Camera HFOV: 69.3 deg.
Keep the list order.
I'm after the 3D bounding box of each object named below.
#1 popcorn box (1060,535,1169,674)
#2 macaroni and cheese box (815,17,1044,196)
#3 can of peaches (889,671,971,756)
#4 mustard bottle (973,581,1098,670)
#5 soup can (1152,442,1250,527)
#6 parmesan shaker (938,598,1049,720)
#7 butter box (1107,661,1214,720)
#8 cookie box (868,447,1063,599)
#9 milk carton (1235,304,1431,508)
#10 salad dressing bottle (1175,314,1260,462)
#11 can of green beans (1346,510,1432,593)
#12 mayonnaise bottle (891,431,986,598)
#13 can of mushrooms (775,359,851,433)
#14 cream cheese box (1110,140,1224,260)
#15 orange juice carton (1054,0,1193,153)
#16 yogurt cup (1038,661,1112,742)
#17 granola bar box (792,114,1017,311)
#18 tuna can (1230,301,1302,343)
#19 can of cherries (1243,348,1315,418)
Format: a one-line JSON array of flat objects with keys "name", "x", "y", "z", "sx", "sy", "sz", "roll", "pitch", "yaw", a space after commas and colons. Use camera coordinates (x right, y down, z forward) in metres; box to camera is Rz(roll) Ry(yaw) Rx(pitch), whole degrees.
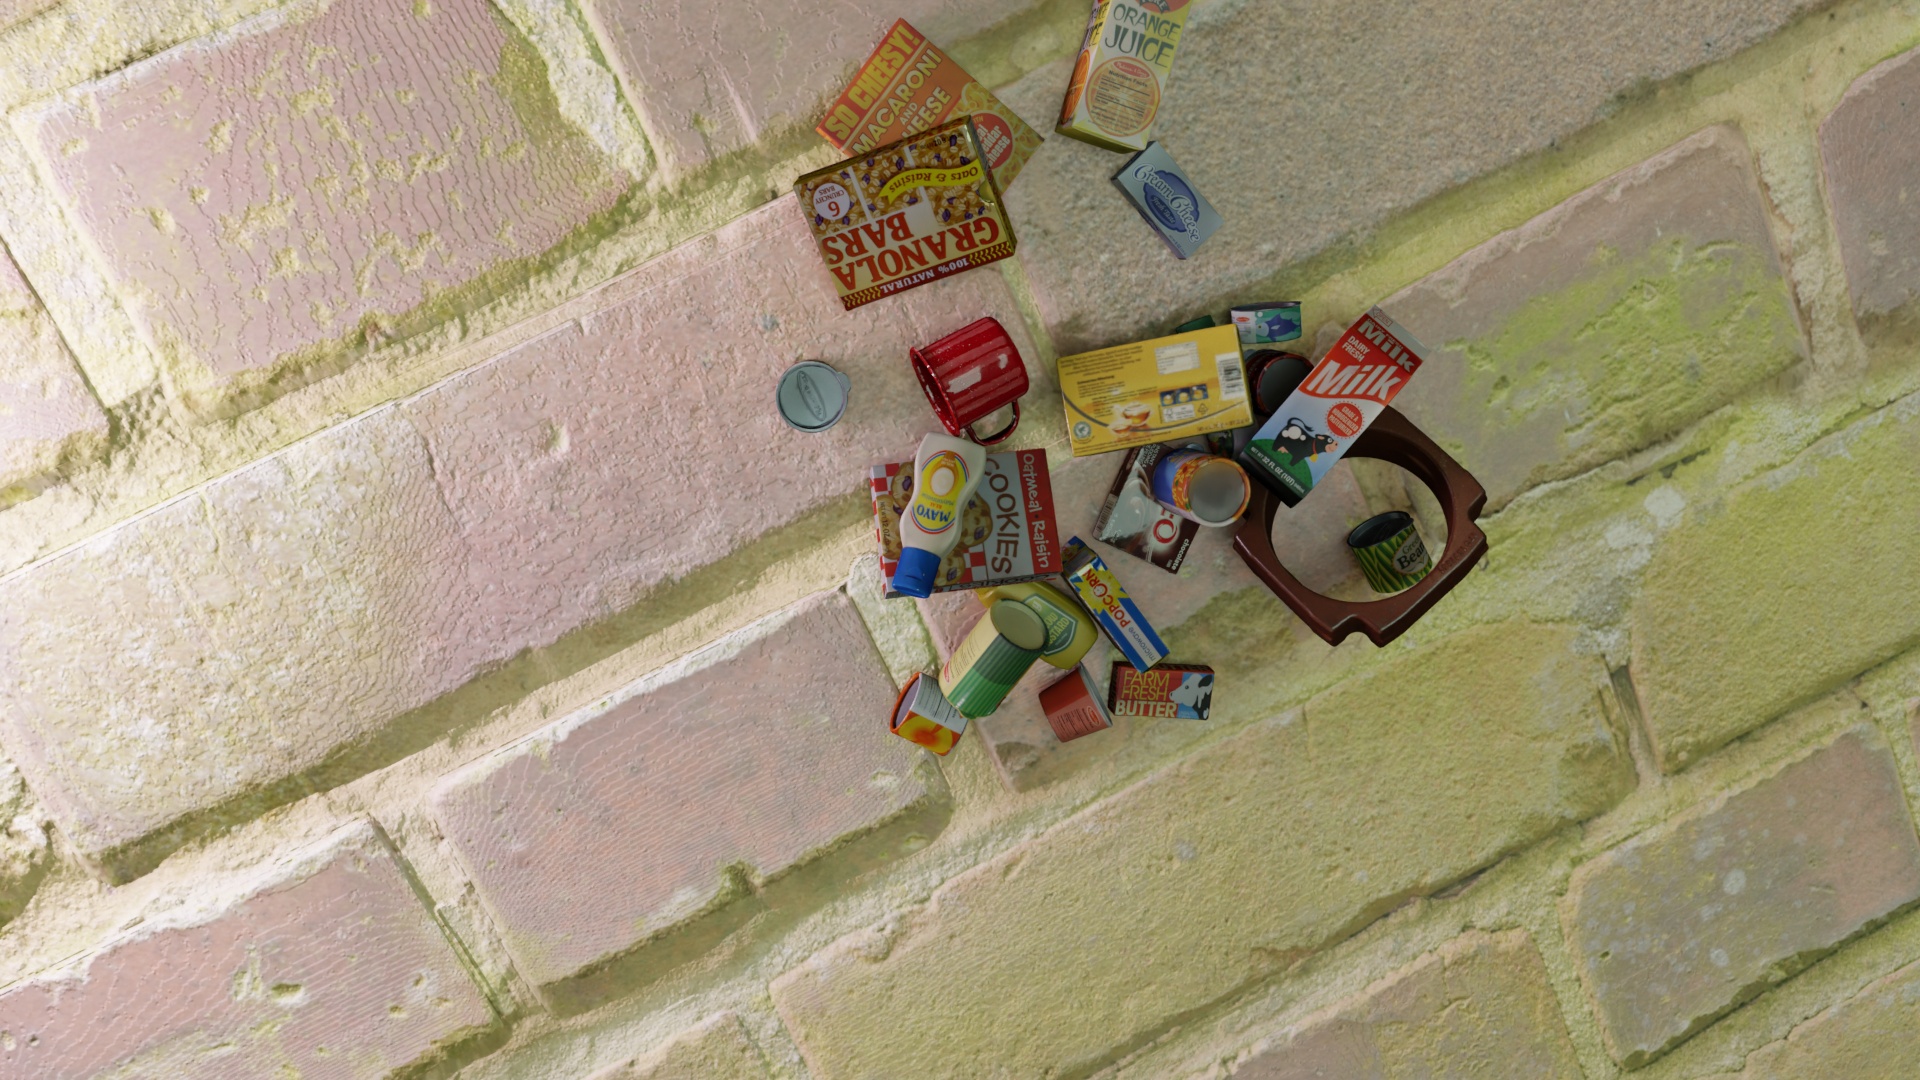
[{"name": "popcorn box", "x": 0.144, "y": 0.062, "z": 1.347, "sx": 0.038, "sy": 0.085, "sz": 0.126, "roll": -38, "pitch": 105, "yaw": 1}, {"name": "macaroni and cheese box", "x": -0.028, "y": -0.366, "z": 1.254, "sx": 0.166, "sy": 0.040, "sz": 0.123, "roll": 37, "pitch": 94, "yaw": -15}, {"name": "can of peaches", "x": -0.030, "y": 0.170, "z": 1.351, "sx": 0.058, "sy": 0.071, "sz": 0.071, "roll": 27, "pitch": 96, "yaw": -14}, {"name": "mustard bottle", "x": 0.059, "y": 0.060, "z": 1.351, "sx": 0.160, "sy": 0.049, "sz": 0.065, "roll": 37, "pitch": 99, "yaw": -13}, {"name": "soup can", "x": 0.225, "y": -0.053, "z": 1.298, "sx": 0.071, "sy": 0.084, "sz": 0.071, "roll": -2, "pitch": 99, "yaw": -12}, {"name": "parmesan shaker", "x": 0.032, "y": 0.113, "z": 1.315, "sx": 0.071, "sy": 0.072, "sz": 0.102, "roll": 26, "pitch": 128, "yaw": -14}, {"name": "butter box", "x": 0.203, "y": 0.152, "z": 1.406, "sx": 0.103, "sy": 0.024, "sz": 0.053, "roll": 4, "pitch": 102, "yaw": -10}, {"name": "cookie box", "x": 0.005, "y": -0.016, "z": 1.307, "sx": 0.168, "sy": 0.040, "sz": 0.123, "roll": -6, "pitch": 78, "yaw": -8}, {"name": "milk carton", "x": 0.344, "y": -0.126, "z": 1.275, "sx": 0.072, "sy": 0.073, "sz": 0.190, "roll": 42, "pitch": 88, "yaw": 8}, {"name": "salad dressing bottle", "x": 0.249, "y": -0.142, "z": 1.337, "sx": 0.044, "sy": 0.064, "sz": 0.147, "roll": -23, "pitch": 96, "yaw": -15}, {"name": "can of green beans", "x": 0.431, "y": 0.012, "z": 1.393, "sx": 0.071, "sy": 0.071, "sz": 0.057, "roll": -32, "pitch": 105, "yaw": -2}, {"name": "mayonnaise bottle", "x": -0.024, "y": -0.022, "z": 1.263, "sx": 0.065, "sy": 0.041, "sz": 0.148, "roll": 16, "pitch": 76, "yaw": 3}, {"name": "can of mushrooms", "x": -0.136, "y": -0.135, "z": 1.287, "sx": 0.071, "sy": 0.033, "sz": 0.071, "roll": -2, "pitch": 101, "yaw": -8}, {"name": "cream cheese box", "x": 0.195, "y": -0.320, "z": 1.308, "sx": 0.053, "sy": 0.024, "sz": 0.103, "roll": -45, "pitch": 105, "yaw": 0}, {"name": "orange juice carton", "x": 0.153, "y": -0.452, "z": 1.249, "sx": 0.073, "sy": 0.072, "sz": 0.192, "roll": 15, "pitch": 99, "yaw": -12}, {"name": "yogurt cup", "x": 0.113, "y": 0.165, "z": 1.375, "sx": 0.054, "sy": 0.072, "sz": 0.072, "roll": -27, "pitch": 105, "yaw": 6}, {"name": "granola bar box", "x": -0.048, "y": -0.288, "z": 1.230, "sx": 0.165, "sy": 0.039, "sz": 0.123, "roll": -16, "pitch": 117, "yaw": 14}, {"name": "tuna can", "x": 0.294, "y": -0.209, "z": 1.326, "sx": 0.071, "sy": 0.071, "sz": 0.032, "roll": -8, "pitch": 104, "yaw": -8}, {"name": "can of cherries", "x": 0.304, "y": -0.152, "z": 1.343, "sx": 0.071, "sy": 0.058, "sz": 0.071, "roll": -2, "pitch": 102, "yaw": -9}]
